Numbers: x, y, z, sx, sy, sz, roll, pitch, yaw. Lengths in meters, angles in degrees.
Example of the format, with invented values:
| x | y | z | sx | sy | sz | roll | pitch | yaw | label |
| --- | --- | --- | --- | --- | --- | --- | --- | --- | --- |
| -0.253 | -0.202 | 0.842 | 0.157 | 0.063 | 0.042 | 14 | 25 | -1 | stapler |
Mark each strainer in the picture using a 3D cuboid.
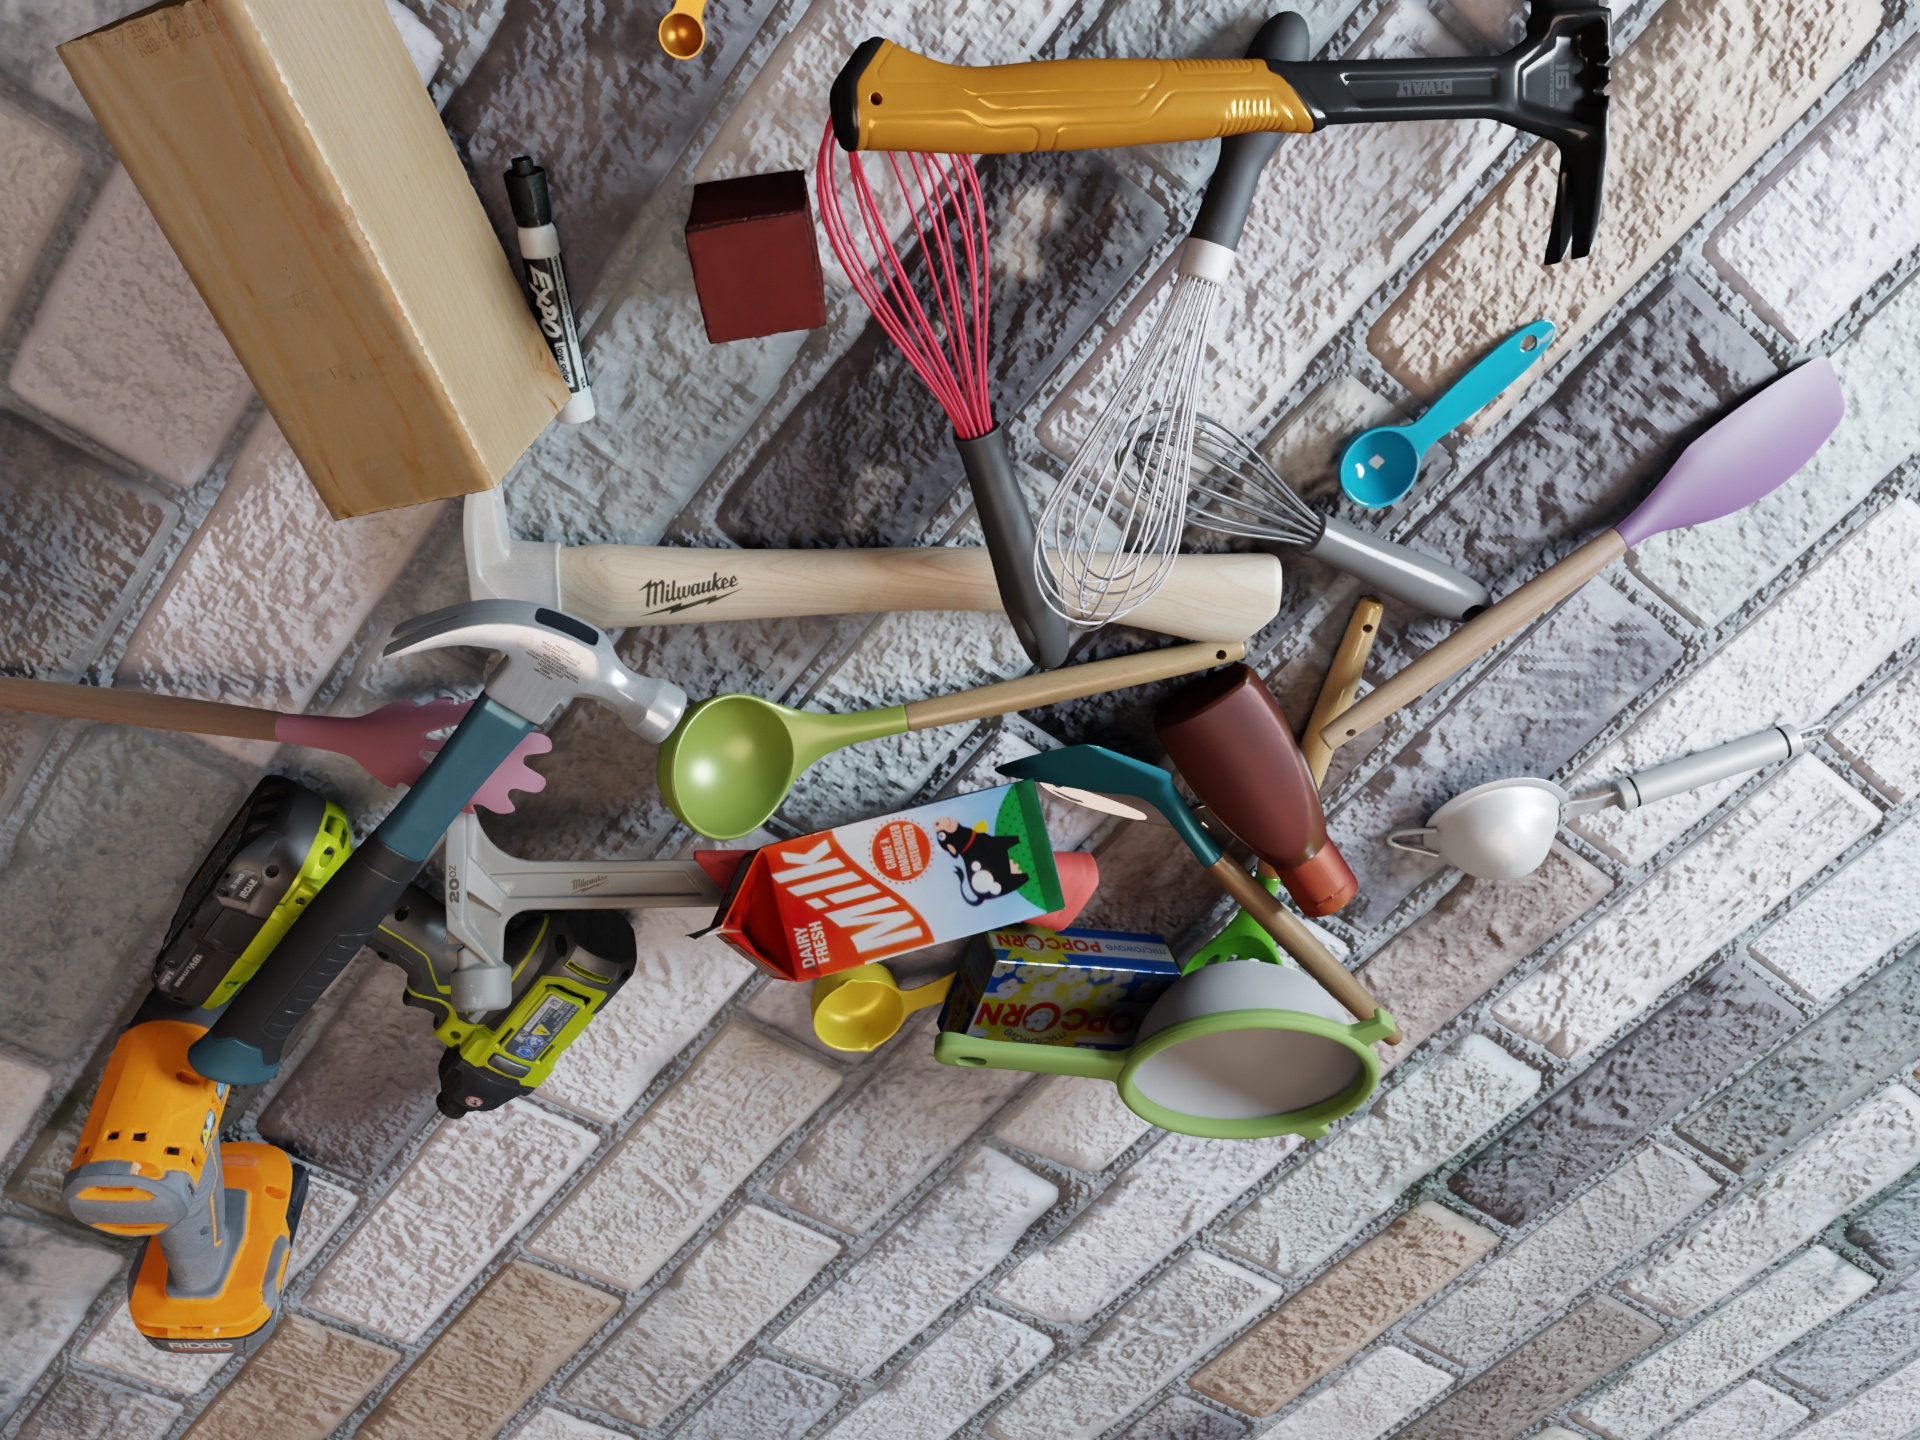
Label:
| x | y | z | sx | sy | sz | roll | pitch | yaw | label |
| --- | --- | --- | --- | --- | --- | --- | --- | --- | --- |
| 0.113 | 0.181 | 0.933 | 0.256 | 0.069 | 0.151 | 5 | 141 | -2 | strainer |
| 0.381 | 0.046 | 0.927 | 0.258 | 0.050 | 0.086 | -19 | 138 | 3 | strainer |

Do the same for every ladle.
| x | y | z | sx | sy | sz | roll | pitch | yaw | label |
| --- | --- | --- | --- | --- | --- | --- | --- | --- | --- |
| -0.001 | -0.003 | 0.841 | 0.320 | 0.062 | 0.078 | -12 | 111 | -4 | ladle |

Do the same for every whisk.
| x | y | z | sx | sy | sz | roll | pitch | yaw | label |
| --- | --- | --- | --- | --- | --- | --- | --- | --- | --- |
| 0.100 | -0.174 | 0.716 | 0.070 | 0.070 | 0.284 | 16 | 103 | -15 | whisk |
| 0.002 | -0.151 | 0.733 | 0.073 | 0.073 | 0.295 | -17 | 117 | 6 | whisk |
| 0.183 | -0.099 | 0.813 | 0.238 | 0.055 | 0.055 | 20 | 119 | -22 | whisk |

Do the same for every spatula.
| x | y | z | sx | sy | sz | roll | pitch | yaw | label |
| --- | --- | --- | --- | --- | --- | --- | --- | --- | --- |
| 0.323 | -0.078 | 0.833 | 0.316 | 0.018 | 0.059 | -35 | 123 | 7 | spatula |
| 0.155 | 0.102 | 0.910 | 0.317 | 0.044 | 0.082 | 43 | 147 | -22 | spatula |

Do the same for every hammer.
| x | y | z | sx | sy | sz | roll | pitch | yaw | label |
| --- | --- | --- | --- | --- | --- | --- | --- | --- | --- |
| -0.039 | -0.079 | 0.808 | 0.410 | 0.038 | 0.146 | 0 | 122 | -6 | hammer |
| -0.098 | 0.080 | 0.884 | 0.359 | 0.037 | 0.149 | 1 | 84 | -15 | hammer |
| 0.114 | -0.250 | 0.661 | 0.337 | 0.034 | 0.127 | -6 | 101 | -11 | hammer |
| -0.284 | 0.071 | 0.791 | 0.128 | 0.033 | 0.331 | 35 | 110 | -22 | hammer |

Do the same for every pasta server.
| x | y | z | sx | sy | sz | roll | pitch | yaw | label |
| --- | --- | --- | --- | --- | --- | --- | --- | --- | --- |
| -0.371 | 0.001 | 0.814 | 0.316 | 0.040 | 0.060 | 7 | 82 | 2 | pasta server |

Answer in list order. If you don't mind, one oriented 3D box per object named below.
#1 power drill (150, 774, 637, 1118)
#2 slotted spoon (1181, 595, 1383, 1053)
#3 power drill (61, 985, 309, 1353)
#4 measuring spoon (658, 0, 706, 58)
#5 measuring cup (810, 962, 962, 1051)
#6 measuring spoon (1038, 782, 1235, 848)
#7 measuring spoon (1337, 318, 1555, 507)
| x | y | z | sx | sy | sz | roll | pitch | yaw | label |
| --- | --- | --- | --- | --- | --- | --- | --- | --- | --- |
| -0.321 | 0.140 | 0.900 | 0.223 | 0.080 | 0.171 | 31 | 114 | -26 | power drill |
| 0.191 | 0.068 | 0.930 | 0.070 | 0.031 | 0.313 | 9 | 120 | -8 | slotted spoon |
| -0.443 | 0.252 | 0.927 | 0.084 | 0.164 | 0.226 | 3 | 135 | -7 | power drill |
| -0.101 | -0.332 | 0.655 | 0.021 | 0.011 | 0.117 | 15 | 117 | -15 | measuring spoon |
| -0.017 | 0.157 | 0.975 | 0.156 | 0.029 | 0.062 | -17 | 126 | -8 | measuring cup |
| 0.102 | 0.046 | 0.917 | 0.124 | 0.018 | 0.034 | 18 | 118 | -8 | measuring spoon |
| 0.241 | -0.158 | 0.798 | 0.128 | 0.021 | 0.042 | -40 | 116 | 9 | measuring spoon |
